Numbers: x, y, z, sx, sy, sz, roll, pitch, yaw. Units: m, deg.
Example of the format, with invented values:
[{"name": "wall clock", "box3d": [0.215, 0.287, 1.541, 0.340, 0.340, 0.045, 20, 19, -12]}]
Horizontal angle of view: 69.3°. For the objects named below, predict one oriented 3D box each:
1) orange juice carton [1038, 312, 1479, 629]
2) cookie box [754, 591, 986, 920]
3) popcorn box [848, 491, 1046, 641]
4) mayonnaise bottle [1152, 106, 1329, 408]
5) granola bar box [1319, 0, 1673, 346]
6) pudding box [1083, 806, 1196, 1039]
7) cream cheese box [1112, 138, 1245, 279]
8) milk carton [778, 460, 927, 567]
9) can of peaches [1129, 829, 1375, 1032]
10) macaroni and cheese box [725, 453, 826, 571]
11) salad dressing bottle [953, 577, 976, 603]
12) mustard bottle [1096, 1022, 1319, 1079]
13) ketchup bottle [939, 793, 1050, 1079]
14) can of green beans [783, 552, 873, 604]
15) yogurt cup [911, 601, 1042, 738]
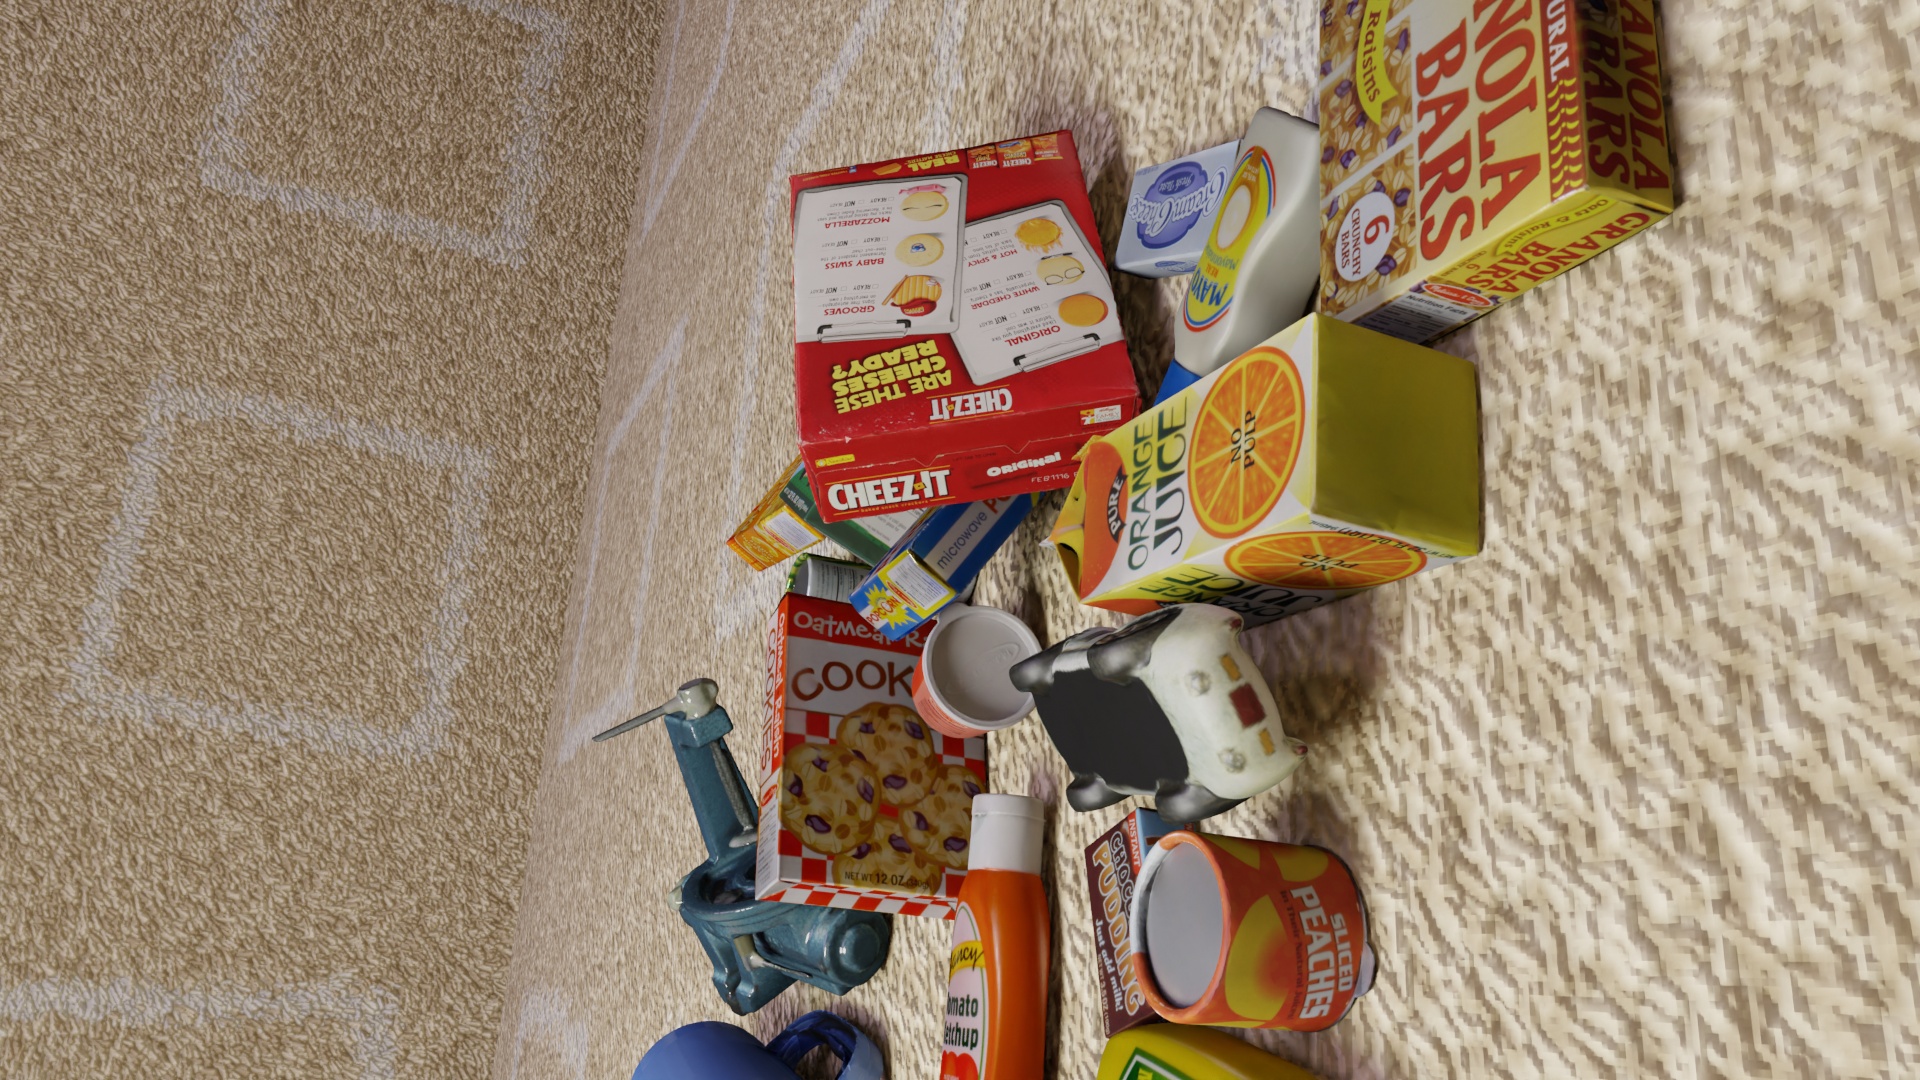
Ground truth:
[{"name": "orange juice carton", "box3d": [0.105, -0.013, 0.542, 0.192, 0.072, 0.073, 150, 129, -61]}, {"name": "cookie box", "box3d": [-0.047, 0.119, 0.777, 0.040, 0.123, 0.168, 132, 144, -50]}, {"name": "popcorn box", "box3d": [0.003, -0.009, 0.749, 0.127, 0.038, 0.085, -49, 5, -32]}, {"name": "mayonnaise bottle", "box3d": [0.121, -0.105, 0.590, 0.065, 0.041, 0.147, -120, 47, -60]}, {"name": "granola bar box", "box3d": [0.178, -0.162, 0.484, 0.124, 0.039, 0.166, 149, 130, -62]}, {"name": "pudding box", "box3d": [0.079, 0.159, 0.574, 0.049, 0.030, 0.084, 129, 145, -47]}, {"name": "cream cheese box", "box3d": [0.111, -0.156, 0.665, 0.104, 0.024, 0.053, -164, 86, -68]}, {"name": "milk carton", "box3d": [-0.021, -0.079, 0.839, 0.190, 0.073, 0.072, -55, 23, 0]}, {"name": "can of peaches", "box3d": [0.101, 0.139, 0.492, 0.071, 0.058, 0.071, -167, 89, -69]}, {"name": "macaroni and cheese box", "box3d": [-0.106, -0.043, 1.045, 0.124, 0.040, 0.166, -53, 13, -22]}, {"name": "salad dressing bottle", "box3d": [-0.032, 0.001, 0.907, 0.148, 0.044, 0.064, -132, 58, -65]}, {"name": "mustard bottle", "box3d": [0.101, 0.206, 0.471, 0.160, 0.049, 0.065, 160, 117, -65]}, {"name": "ketchup bottle", "box3d": [0.019, 0.201, 0.681, 0.064, 0.043, 0.149, 149, 130, -61]}, {"name": "can of green beans", "box3d": [-0.094, 0.046, 1.014, 0.071, 0.058, 0.071, -167, 89, -68]}, {"name": "yogurt cup", "box3d": [0.006, 0.075, 0.752, 0.053, 0.072, 0.072, 129, 147, -63]}]
